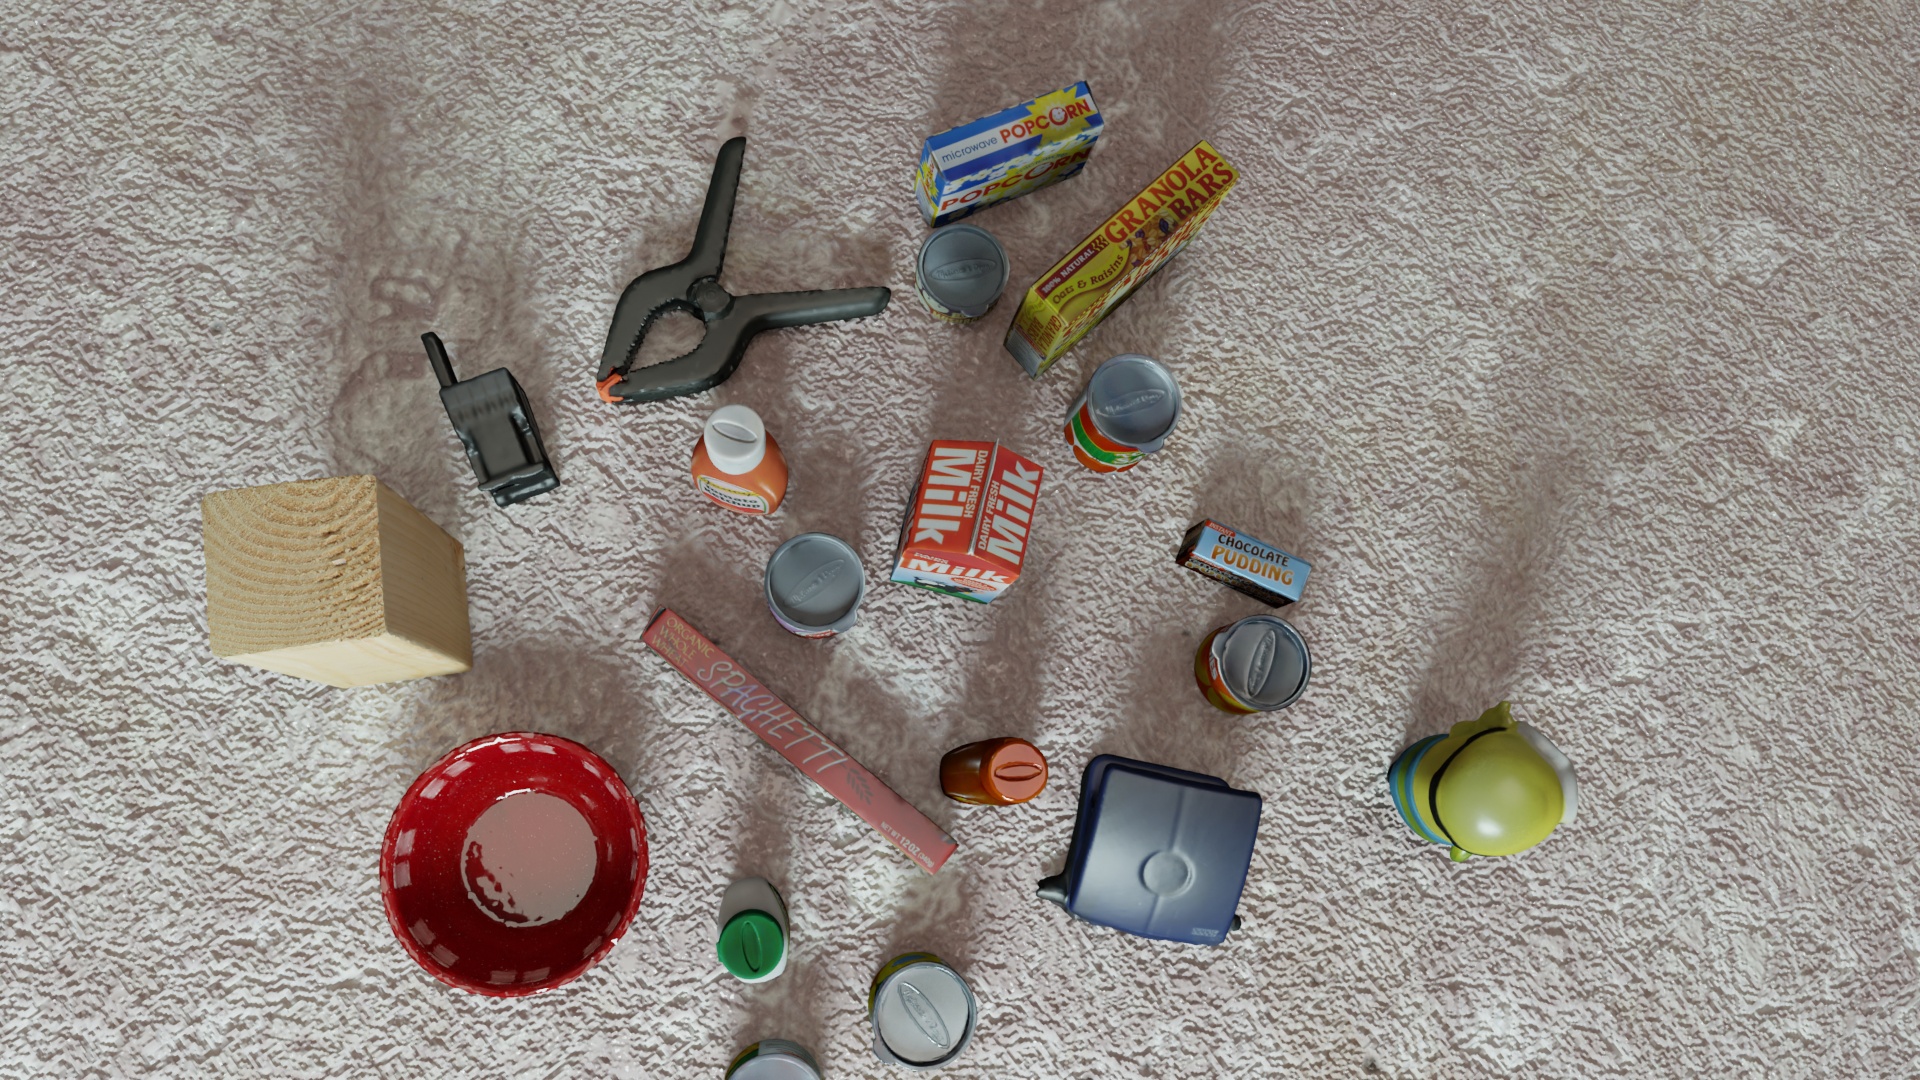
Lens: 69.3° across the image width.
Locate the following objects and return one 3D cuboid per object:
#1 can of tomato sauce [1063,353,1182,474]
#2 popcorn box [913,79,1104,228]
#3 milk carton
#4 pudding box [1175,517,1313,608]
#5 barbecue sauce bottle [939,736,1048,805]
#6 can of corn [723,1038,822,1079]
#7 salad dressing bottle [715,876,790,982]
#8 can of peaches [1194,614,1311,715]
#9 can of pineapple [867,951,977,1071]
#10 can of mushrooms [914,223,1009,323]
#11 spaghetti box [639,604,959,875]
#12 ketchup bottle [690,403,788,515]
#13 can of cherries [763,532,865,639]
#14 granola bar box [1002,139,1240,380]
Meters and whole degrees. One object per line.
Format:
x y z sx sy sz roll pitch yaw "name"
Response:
0.113 -0.085 0.973 0.071 0.083 0.071 1 79 -7 "can of tomato sauce"
0.033 -0.276 0.998 0.127 0.085 0.038 -23 83 -11 "popcorn box"
0.003 -0.011 0.889 0.073 0.190 0.072 14 78 -5 "milk carton"
0.200 0.016 0.981 0.084 0.049 0.030 24 78 -2 "pudding box"
0.025 0.147 0.883 0.065 0.148 0.044 -1 80 -7 "barbecue sauce bottle"
-0.119 0.353 0.871 0.071 0.058 0.071 1 79 -7 "can of corn"
-0.126 0.240 0.846 0.044 0.147 0.064 -10 81 -9 "salad dressing bottle"
0.200 0.086 0.964 0.071 0.058 0.071 1 79 -7 "can of peaches"
-0.027 0.302 0.893 0.071 0.057 0.071 1 79 -7 "can of pineapple"
0.001 -0.190 1.004 0.071 0.033 0.071 1 79 -7 "can of mushrooms"
-0.108 0.132 0.919 0.250 0.050 0.029 39 77 1 "spaghetti box"
-0.144 -0.053 0.899 0.065 0.148 0.043 18 78 -4 "ketchup bottle"
-0.097 0.034 0.935 0.071 0.058 0.071 1 79 -7 "can of cherries"
0.108 -0.194 0.972 0.166 0.124 0.039 -42 87 -12 "granola bar box"
